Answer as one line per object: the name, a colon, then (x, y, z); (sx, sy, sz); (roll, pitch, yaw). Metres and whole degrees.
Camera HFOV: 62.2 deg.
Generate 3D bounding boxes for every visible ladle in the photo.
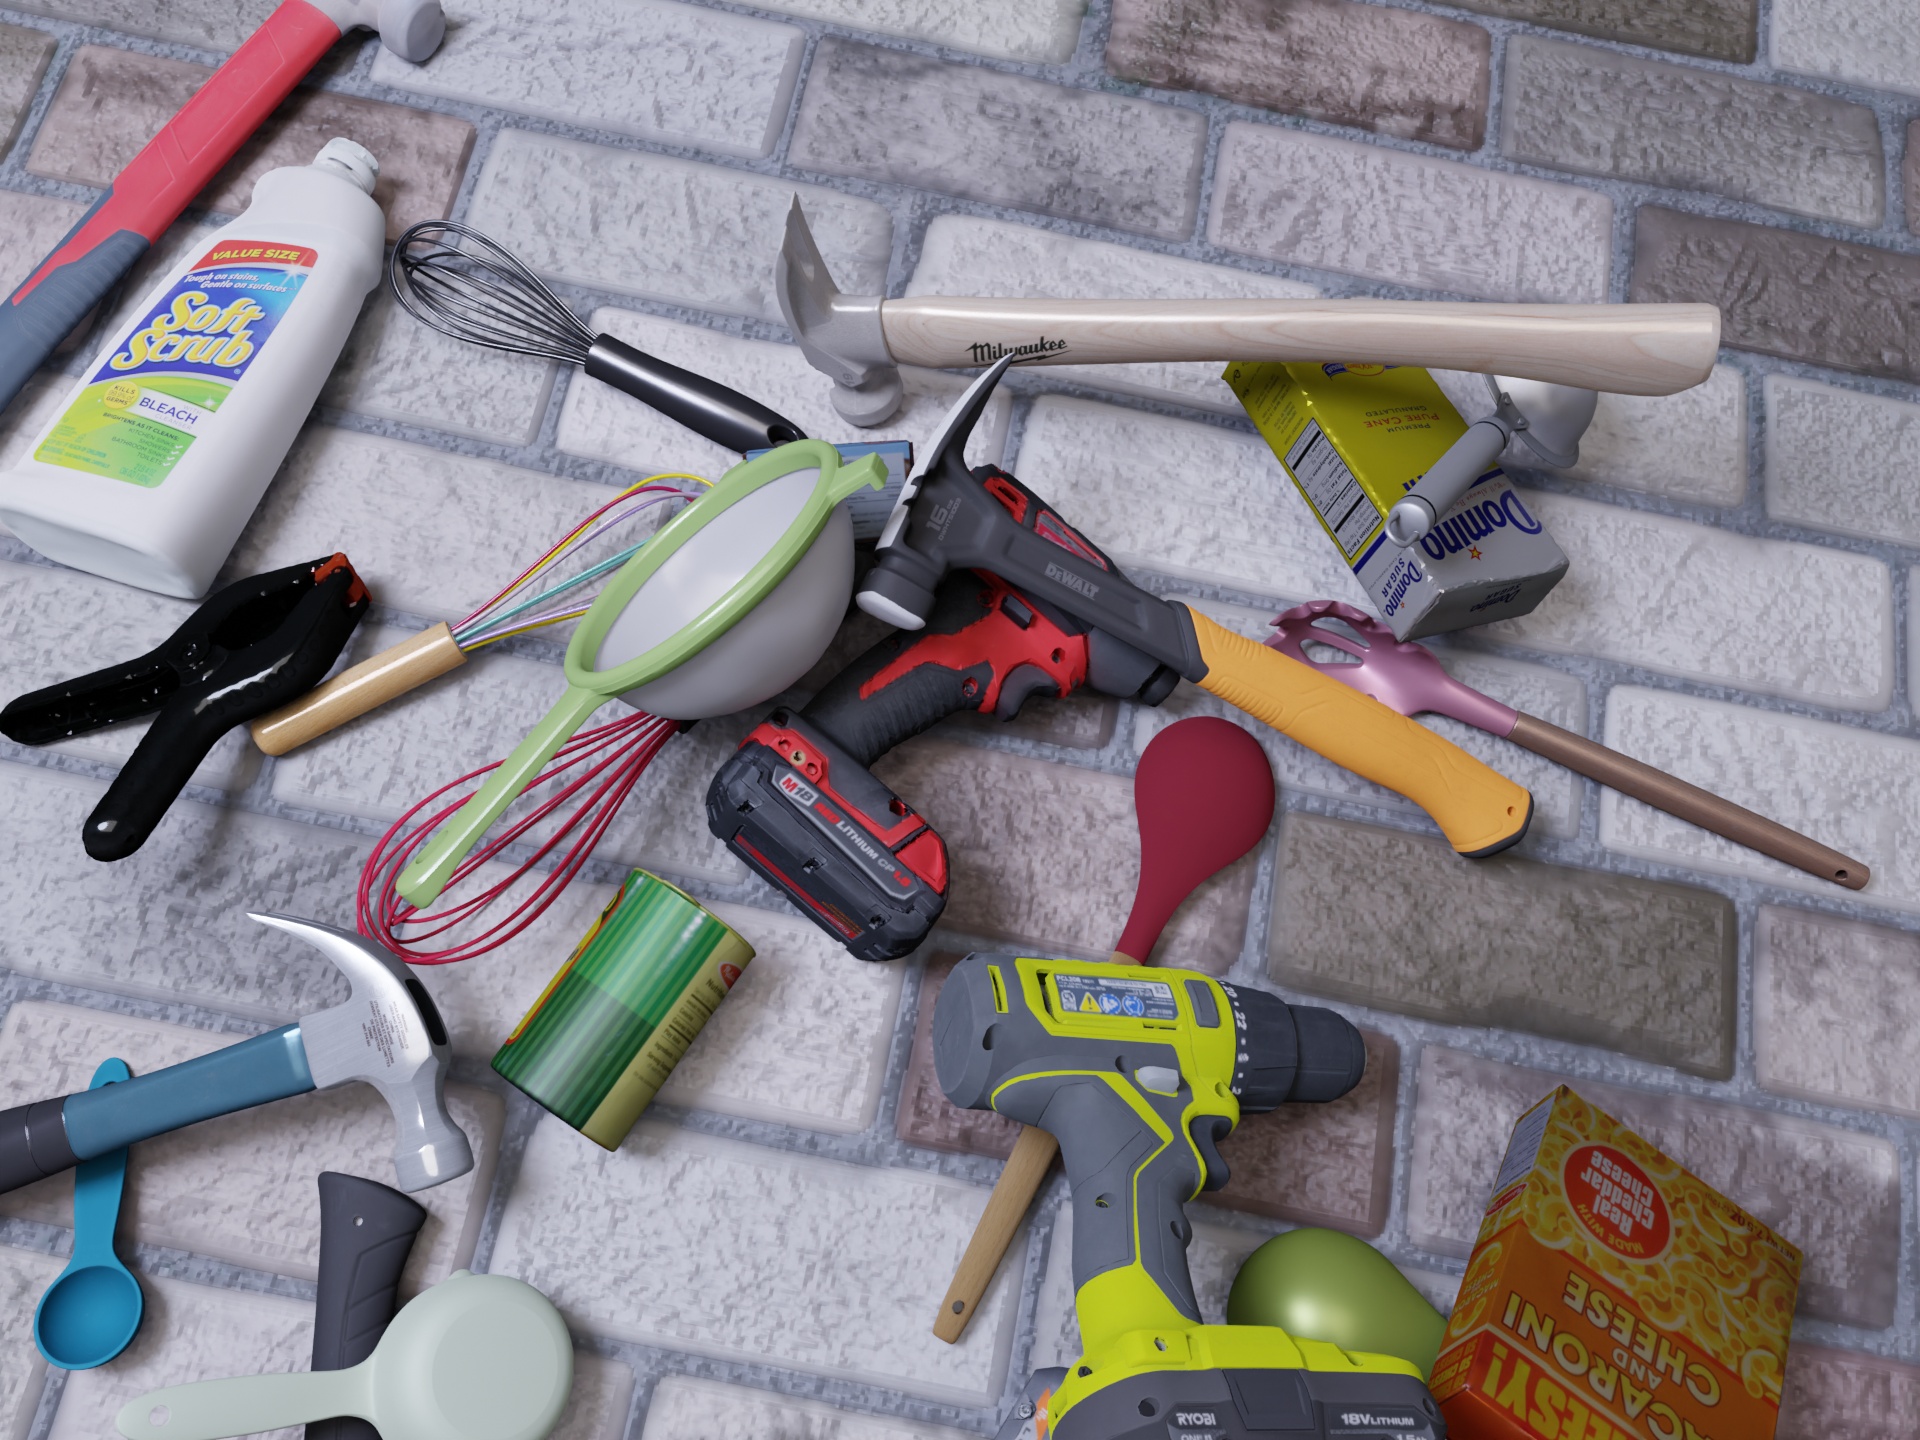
ladle: (0.064, 0.131, 0.723); (0.069, 0.031, 0.315); (27, 73, 4)
ladle: (0.267, 0.294, 0.678); (0.320, 0.062, 0.078); (20, 63, -4)

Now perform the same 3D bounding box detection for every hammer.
hammer: (-0.372, 0.172, 0.648); (0.331, 0.033, 0.128); (-17, 81, -1)
hammer: (-0.437, -0.267, 0.816); (0.143, 0.038, 0.386); (29, 72, 7)
hammer: (-0.250, 0.349, 0.620); (0.146, 0.035, 0.335); (-1, 71, -5)
hammer: (0.125, -0.032, 0.723); (0.336, 0.034, 0.127); (28, 79, -14)
hammer: (0.121, -0.180, 0.717); (0.410, 0.146, 0.038); (4, 71, 13)

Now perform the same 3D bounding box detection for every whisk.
whisk: (-0.221, -0.051, 0.756); (0.245, 0.051, 0.047); (-28, 110, -8)
whisk: (-0.149, 0.009, 0.734); (0.296, 0.073, 0.073); (-41, 78, -22)
whisk: (-0.182, -0.187, 0.806); (0.239, 0.055, 0.055); (27, 71, 1)

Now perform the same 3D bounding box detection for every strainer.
strainer: (-0.126, -0.009, 0.672); (0.256, 0.151, 0.069); (-51, 118, -16)
strainer: (0.257, -0.137, 0.758); (0.087, 0.050, 0.258); (53, 48, -4)

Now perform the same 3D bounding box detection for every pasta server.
pasta server: (0.292, 0.017, 0.771); (0.316, 0.060, 0.040); (24, 30, 2)

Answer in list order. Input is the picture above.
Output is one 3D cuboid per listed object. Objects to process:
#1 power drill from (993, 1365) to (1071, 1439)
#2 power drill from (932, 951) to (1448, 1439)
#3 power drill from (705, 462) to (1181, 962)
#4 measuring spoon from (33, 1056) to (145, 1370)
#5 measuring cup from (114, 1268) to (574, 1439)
power drill: (0.108, 0.335, 0.590); (0.226, 0.084, 0.185); (30, 57, 16)
power drill: (0.098, 0.192, 0.621); (0.190, 0.080, 0.229); (8, 40, -18)
power drill: (-0.001, -0.002, 0.734); (0.143, 0.078, 0.220); (41, 69, -2)
measuring spoon: (-0.361, 0.207, 0.674); (0.042, 0.021, 0.129); (-6, 63, -7)
measuring cup: (-0.227, 0.255, 0.607); (0.167, 0.038, 0.083); (9, 63, -38)
